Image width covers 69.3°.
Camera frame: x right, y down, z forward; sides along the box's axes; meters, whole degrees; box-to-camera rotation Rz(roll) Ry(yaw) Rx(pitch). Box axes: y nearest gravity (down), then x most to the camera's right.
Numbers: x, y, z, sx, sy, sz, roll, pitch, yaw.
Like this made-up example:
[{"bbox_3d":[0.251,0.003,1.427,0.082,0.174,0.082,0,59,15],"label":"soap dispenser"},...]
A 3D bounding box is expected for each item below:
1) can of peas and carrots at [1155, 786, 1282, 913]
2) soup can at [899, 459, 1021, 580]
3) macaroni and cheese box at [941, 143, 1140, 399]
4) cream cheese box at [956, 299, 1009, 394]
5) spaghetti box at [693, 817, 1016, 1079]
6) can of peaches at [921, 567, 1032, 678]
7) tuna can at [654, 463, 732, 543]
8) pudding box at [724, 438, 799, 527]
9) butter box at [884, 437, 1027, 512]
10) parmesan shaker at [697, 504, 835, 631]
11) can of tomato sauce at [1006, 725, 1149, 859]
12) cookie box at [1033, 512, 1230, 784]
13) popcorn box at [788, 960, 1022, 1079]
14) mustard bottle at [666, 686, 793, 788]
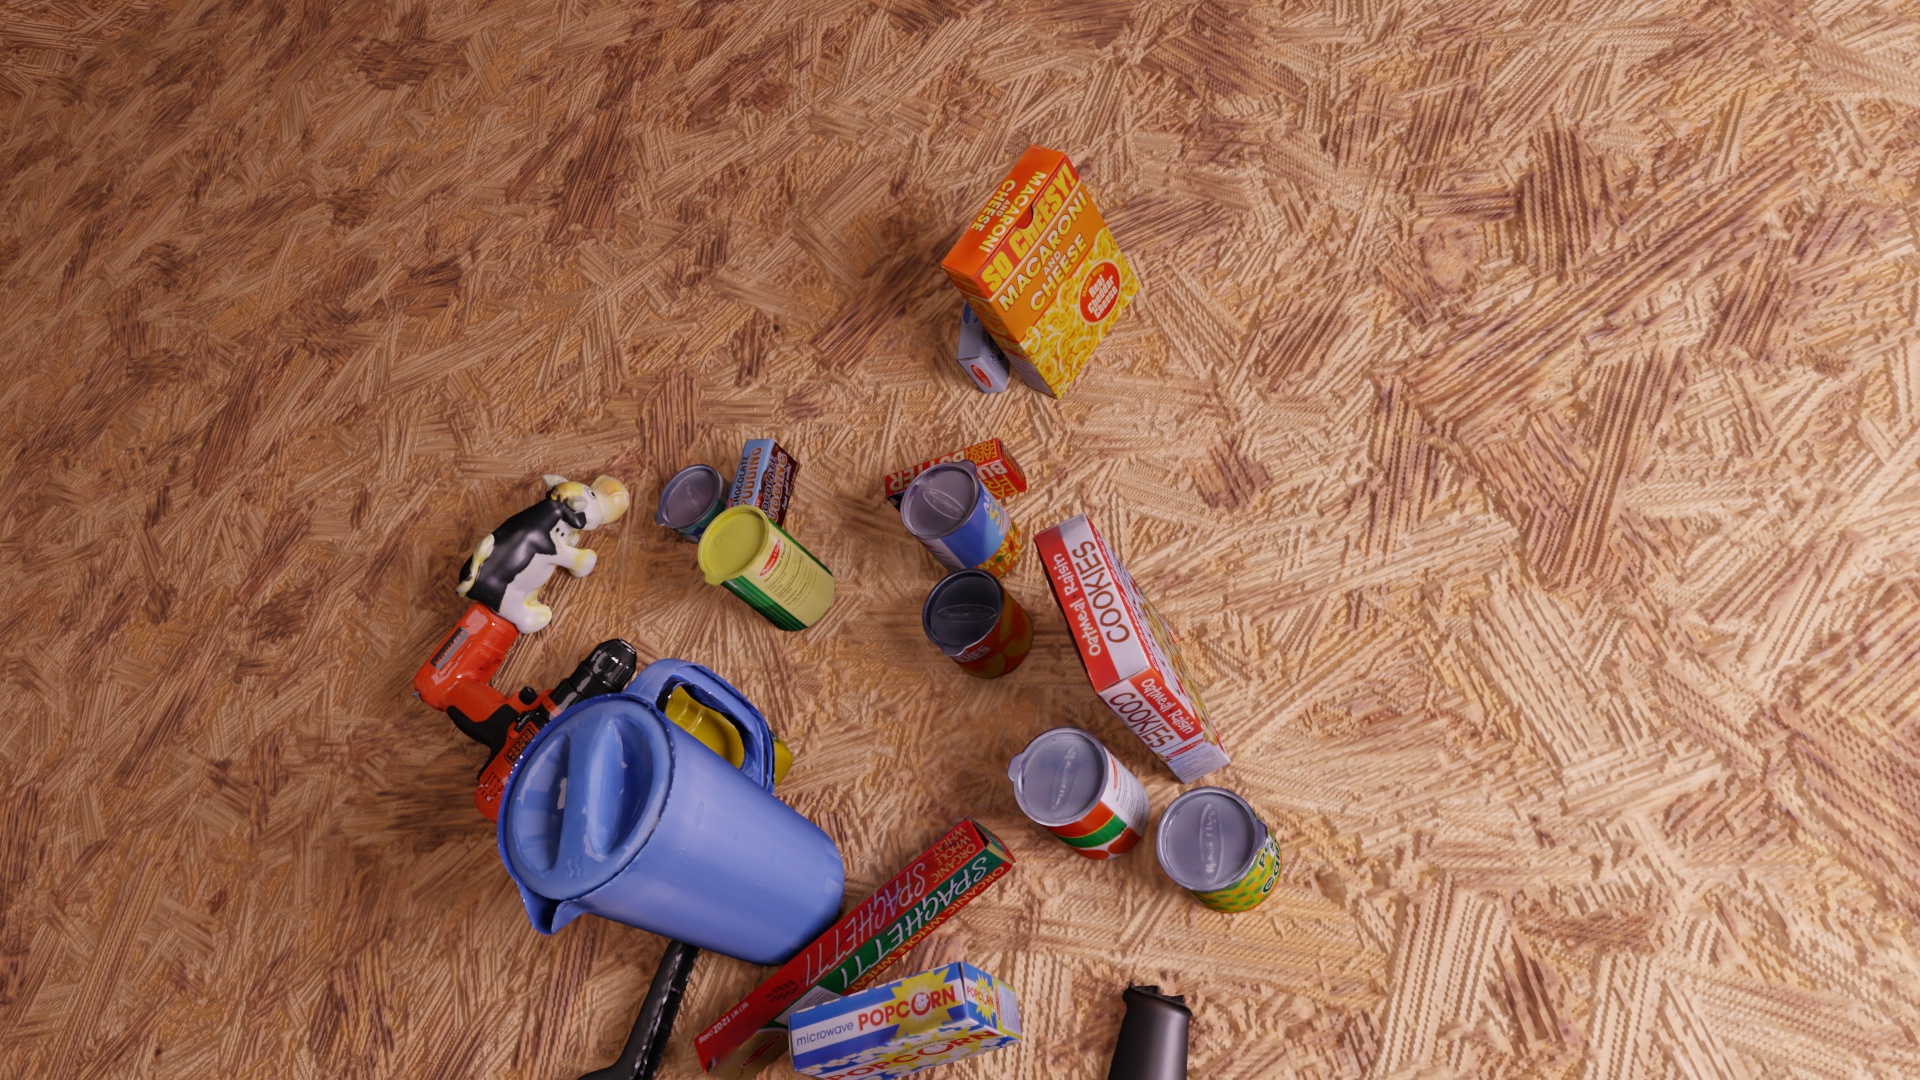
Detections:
[{"bbox_3d":[0.165,0.194,0.870,0.071,0.058,0.071,-14,57,22],"label":"can of peas and carrots"},{"bbox_3d":[0.004,-0.013,1.067,0.071,0.083,0.071,-14,57,22],"label":"soup can"},{"bbox_3d":[0.068,-0.209,1.096,0.040,0.166,0.124,28,78,38],"label":"macaroni and cheese box"},{"bbox_3d":[0.023,-0.181,1.176,0.024,0.053,0.104,-7,59,25],"label":"cream cheese box"},{"bbox_3d":[-0.071,0.282,0.953,0.250,0.050,0.029,-40,51,2],"label":"spaghetti box"},{"bbox_3d":[0.013,0.064,1.032,0.071,0.058,0.071,-14,57,22],"label":"can of peaches"},{"bbox_3d":[-0.236,-0.031,1.241,0.071,0.032,0.071,-13,57,22],"label":"tuna can"},{"bbox_3d":[-0.173,-0.042,1.203,0.030,0.049,0.084,-2,61,28],"label":"pudding box"},{"bbox_3d":[-0.004,-0.046,1.110,0.103,0.053,0.024,-18,55,19],"label":"butter box"},{"bbox_3d":[-0.156,0.026,1.118,0.071,0.103,0.071,-14,57,22],"label":"parmesan shaker"},{"bbox_3d":[0.079,0.168,0.917,0.071,0.083,0.071,-14,57,22],"label":"can of tomato sauce"},{"bbox_3d":[0.112,0.073,0.902,0.040,0.167,0.123,-29,52,11],"label":"cookie box"},{"bbox_3d":[-0.035,0.313,0.892,0.126,0.085,0.038,-22,54,16],"label":"popcorn box"},{"bbox_3d":[-0.187,0.139,1.031,0.065,0.160,0.049,30,79,38],"label":"mustard bottle"}]
